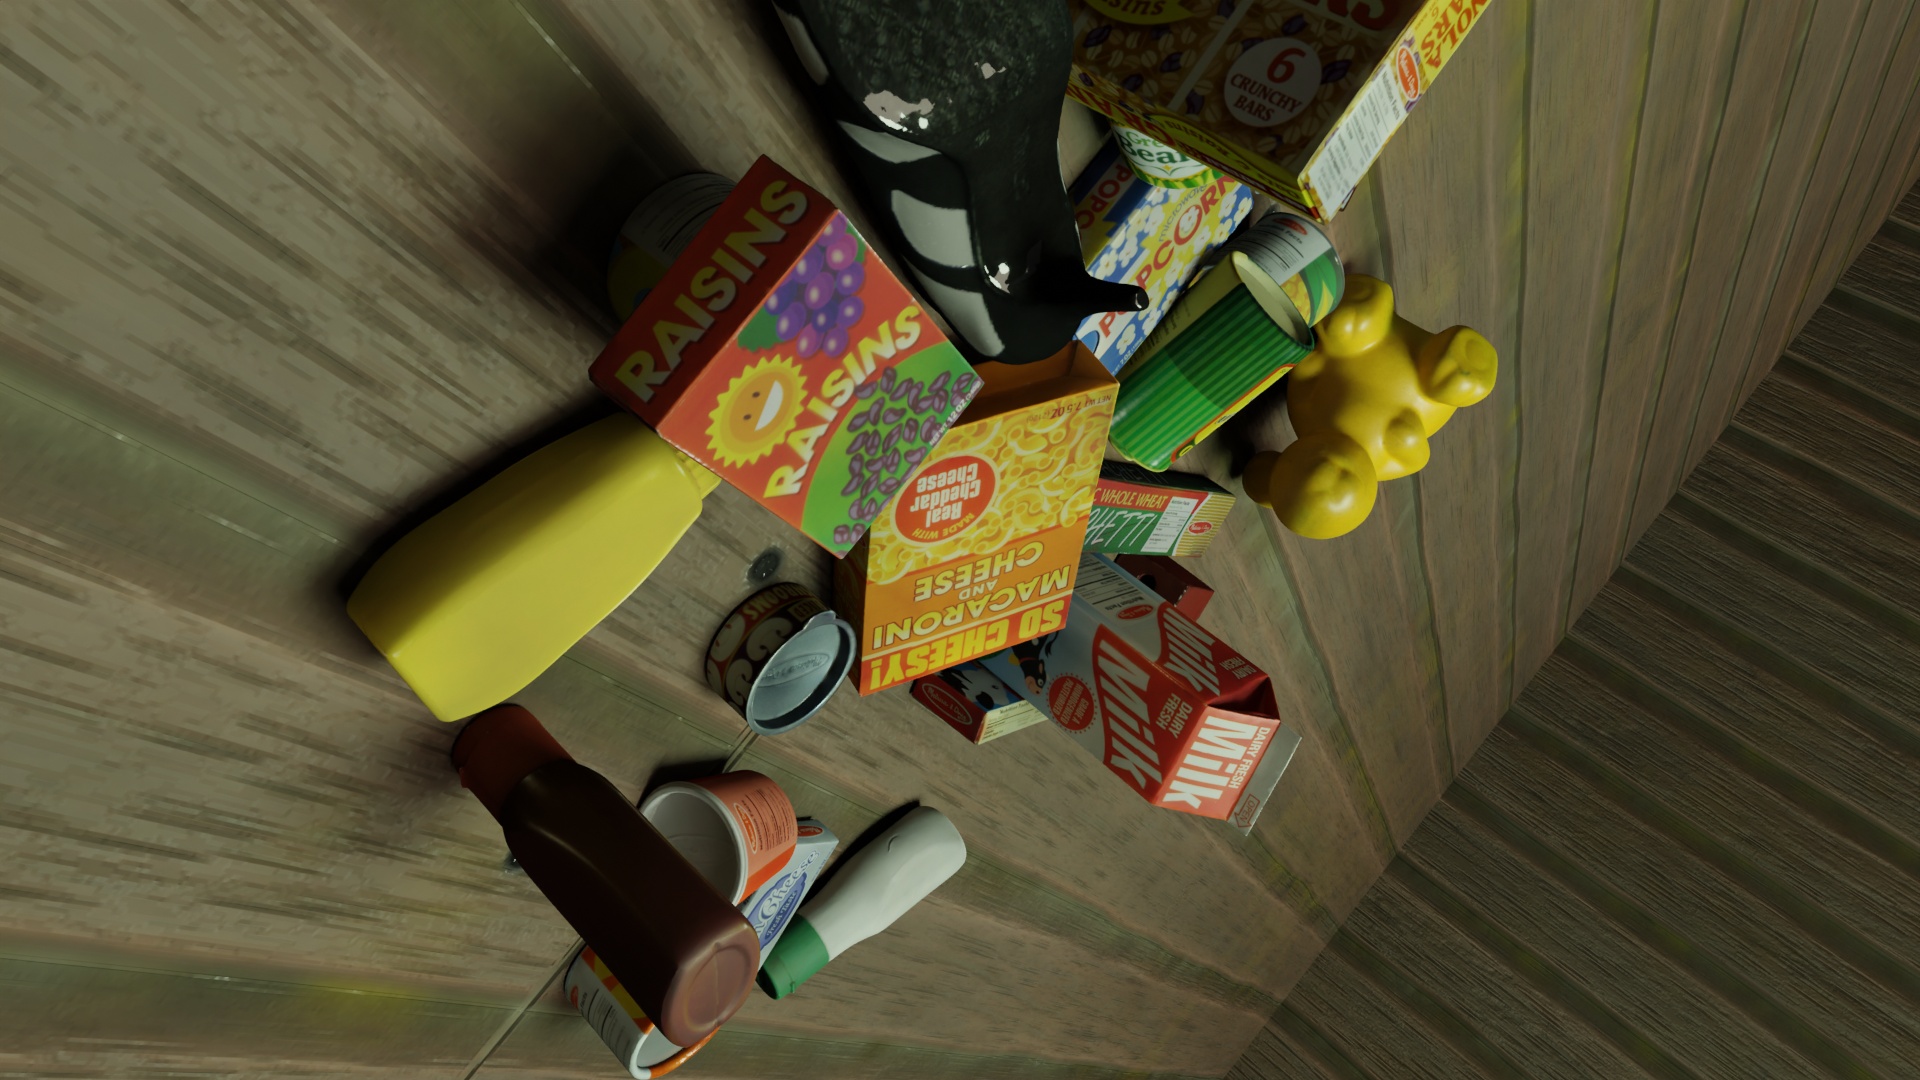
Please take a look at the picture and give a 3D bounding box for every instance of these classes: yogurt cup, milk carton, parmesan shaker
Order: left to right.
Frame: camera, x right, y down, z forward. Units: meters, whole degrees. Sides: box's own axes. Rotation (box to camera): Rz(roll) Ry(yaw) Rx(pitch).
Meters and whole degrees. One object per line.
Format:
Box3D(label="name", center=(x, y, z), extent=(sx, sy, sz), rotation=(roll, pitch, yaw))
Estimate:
Box3D(label="yogurt cup", center=(-0.116, 0.144, 0.673), extent=(0.054, 0.072, 0.072), rotation=(-12, 131, -60))
Box3D(label="milk carton", center=(0.101, 0.080, 0.783), extent=(0.074, 0.191, 0.072), rotation=(-12, 131, -49))
Box3D(label="parmesan shaker", center=(0.123, -0.090, 0.719), extent=(0.102, 0.071, 0.071), rotation=(-40, 159, 29))

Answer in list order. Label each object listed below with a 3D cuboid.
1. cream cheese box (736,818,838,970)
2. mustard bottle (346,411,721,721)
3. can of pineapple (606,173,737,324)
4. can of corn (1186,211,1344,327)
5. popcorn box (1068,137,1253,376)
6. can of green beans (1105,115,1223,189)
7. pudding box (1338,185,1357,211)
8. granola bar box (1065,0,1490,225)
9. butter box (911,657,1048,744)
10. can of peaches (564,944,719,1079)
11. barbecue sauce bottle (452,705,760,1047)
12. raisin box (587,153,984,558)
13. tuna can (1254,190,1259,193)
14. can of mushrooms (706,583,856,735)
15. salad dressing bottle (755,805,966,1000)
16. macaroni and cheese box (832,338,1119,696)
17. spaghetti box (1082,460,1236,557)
Box3D(label="cream cheese box", center=(-0.115, 0.204, 0.777), extent=(0.103, 0.024, 0.053), rotation=(-59, 149, 9))
Box3D(label="mustard bottle", center=(-0.135, -0.006, 0.497), extent=(0.161, 0.049, 0.065), rotation=(-41, 149, -22))
Box3D(label="can of pineapple", center=(-0.079, -0.085, 0.483), extent=(0.071, 0.058, 0.070), rotation=(-35, 146, -28))
Box3D(label="can of corn", center=(0.169, -0.138, 0.774), extent=(0.058, 0.071, 0.070), rotation=(-37, 147, -25))
Box3D(label="popcorn box", center=(0.084, -0.147, 0.672), extent=(0.127, 0.038, 0.085), rotation=(-51, 152, -4))
Box3D(label="can of green beans", center=(0.094, -0.196, 0.605), extent=(0.071, 0.071, 0.057), rotation=(-51, 151, -4))
Box3D(label="pudding box", center=(0.195, -0.213, 0.769), extent=(0.084, 0.030, 0.049), rotation=(-11, 132, -50))
Box3D(label="granola bar box", center=(0.095, -0.204, 0.496), extent=(0.124, 0.166, 0.039), rotation=(-54, 150, 2))
Box3D(label="butter box", center=(0.024, 0.088, 0.824), extent=(0.104, 0.053, 0.024), rotation=(-9, 126, -52))
Box3D(label="can of peaches", center=(-0.156, 0.229, 0.711), extent=(0.071, 0.058, 0.070), rotation=(-35, 146, -28))
Box3D(label="barbecue sauce bottle", center=(-0.138, 0.120, 0.525), extent=(0.044, 0.149, 0.064), rotation=(-30, 144, -36))
Box3D(label="raisin box", center=(-0.051, -0.054, 0.454), extent=(0.086, 0.040, 0.123), rotation=(-51, 152, -1))
Box3D(label="tuna can", center=(0.151, -0.214, 0.700), extent=(0.071, 0.033, 0.070), rotation=(-36, 146, -28))
Box3D(label="can of mushrooms", center=(-0.083, 0.054, 0.652), extent=(0.071, 0.033, 0.070), rotation=(-35, 146, -28))
Box3D(label="salad dressing bottle", center=(-0.064, 0.222, 0.853), extent=(0.148, 0.044, 0.064), rotation=(-32, 147, -31))
Box3D(label="macaroni and cheese box", center=(0.002, -0.008, 0.668), extent=(0.124, 0.040, 0.165), rotation=(-17, 139, -23))
Box3D(label="spaghetti box", center=(0.097, -0.019, 0.837), extent=(0.250, 0.029, 0.050), rotation=(3, 119, -56))
